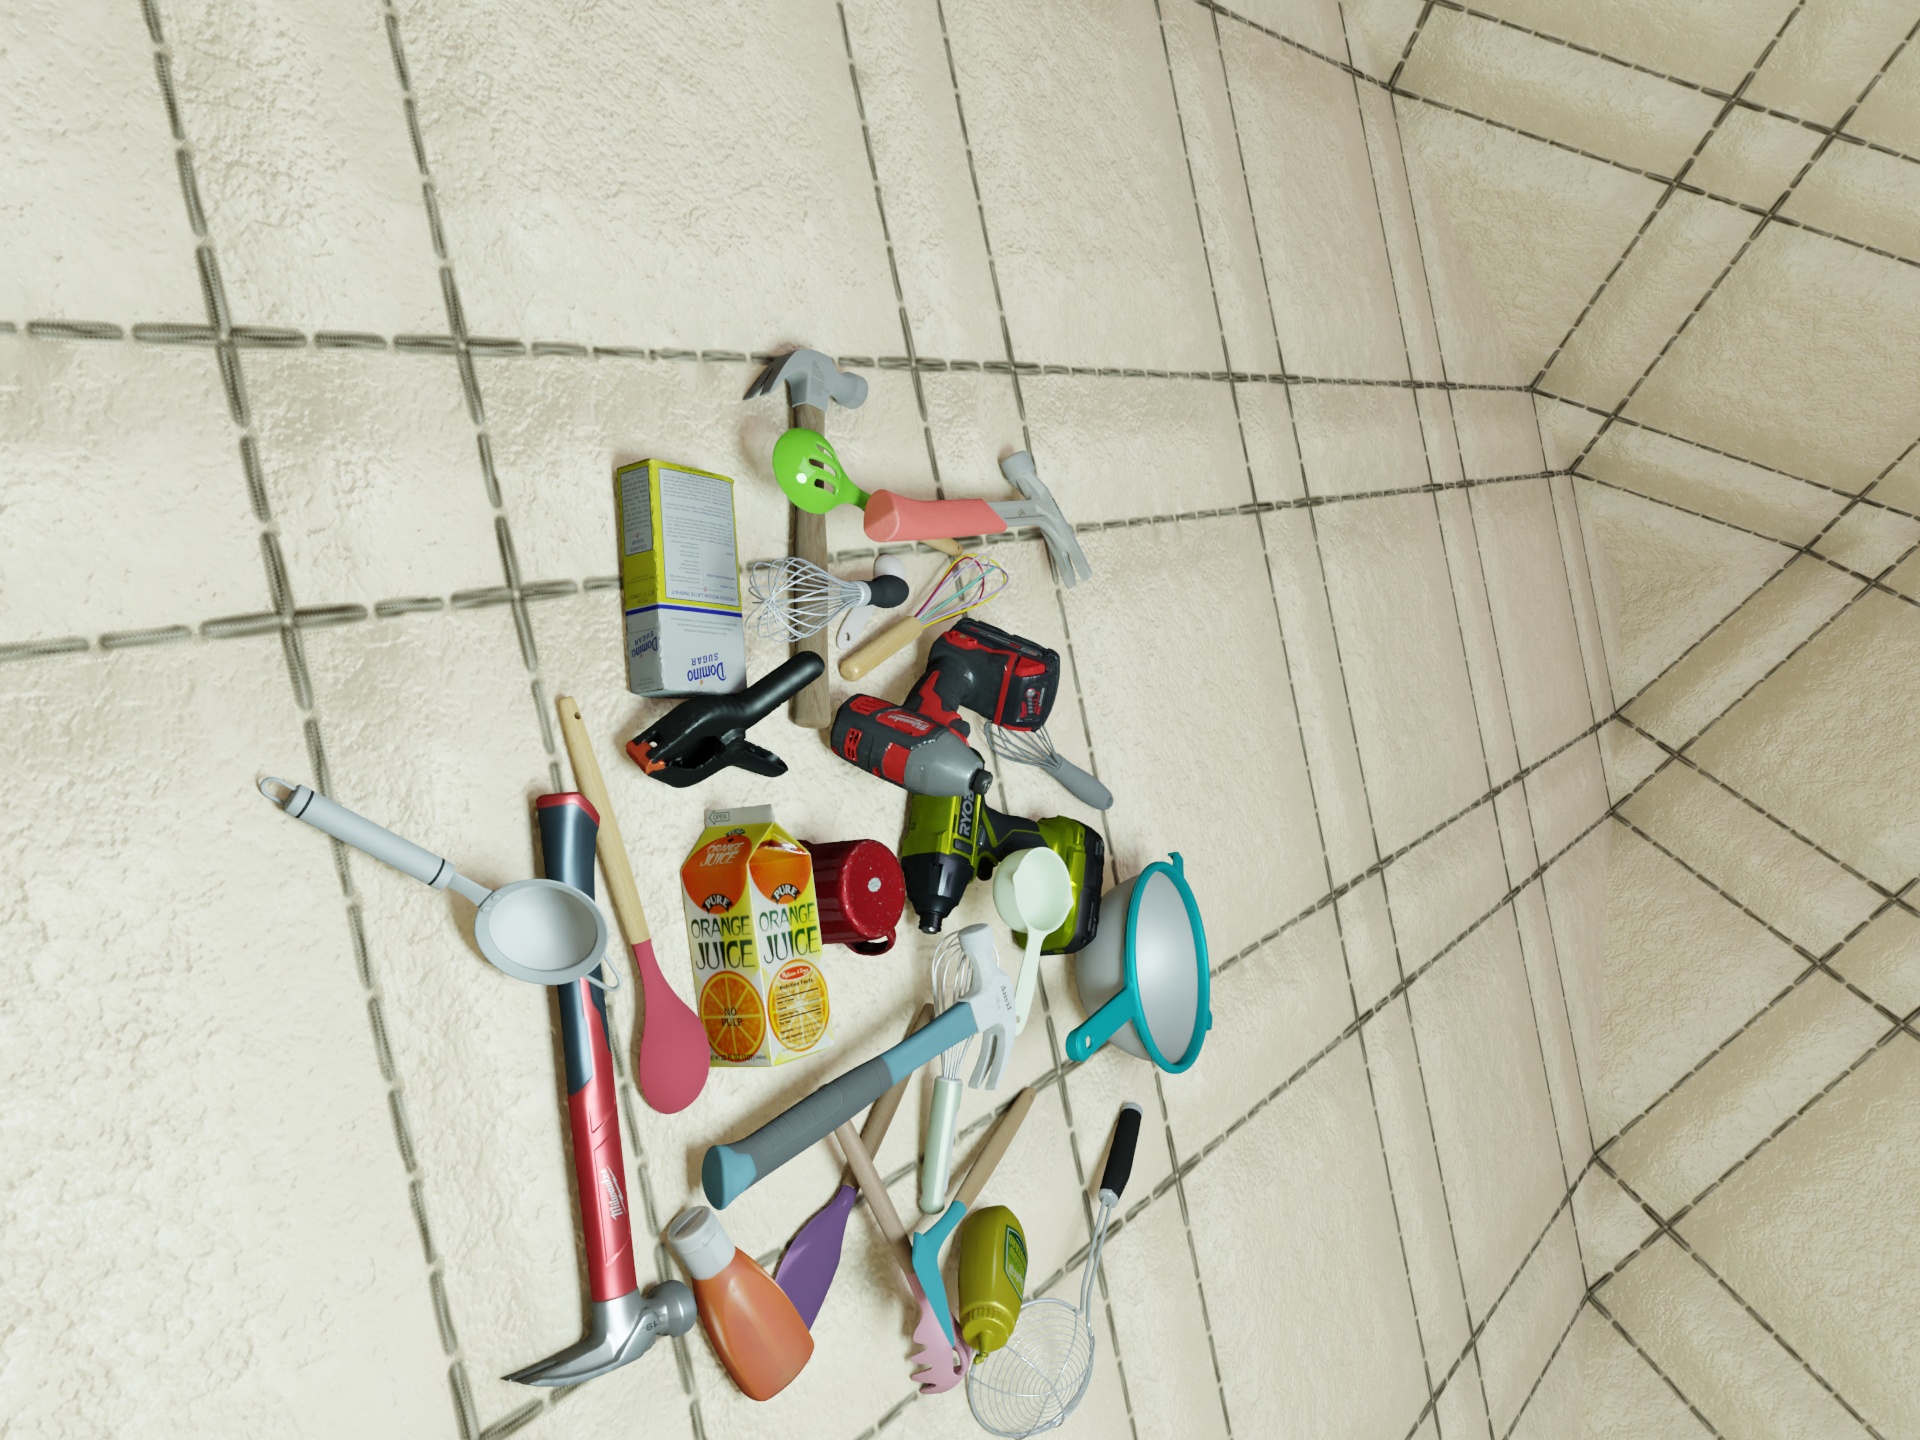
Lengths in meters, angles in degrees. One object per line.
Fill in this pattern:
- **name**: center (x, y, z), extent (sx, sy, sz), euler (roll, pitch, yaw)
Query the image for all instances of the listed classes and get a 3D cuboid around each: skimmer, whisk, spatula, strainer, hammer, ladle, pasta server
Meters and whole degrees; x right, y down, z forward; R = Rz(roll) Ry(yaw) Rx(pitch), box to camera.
- **skimmer**: center (0.102, 0.506, 1.516), extent (0.127, 0.090, 0.363), euler (59, 31, -21)
- **whisk**: center (-0.008, 0.304, 1.379), extent (0.058, 0.059, 0.246), euler (115, -17, -85)
- **whisk**: center (-0.034, -0.098, 1.467), extent (0.245, 0.051, 0.047), euler (-39, 105, -45)
- **spatula**: center (0.018, 0.406, 1.375), extent (0.082, 0.044, 0.317), euler (66, 28, -11)
- **spatula**: center (-0.083, 0.362, 1.308), extent (0.059, 0.018, 0.316), euler (55, 44, -30)
- **strainer**: center (-0.321, 0.099, 1.006), extent (0.258, 0.087, 0.050), euler (35, 23, -28)
- **hammer**: center (0.016, -0.181, 1.482), extent (0.149, 0.036, 0.359), euler (63, 27, 4)
- **whisk**: center (0.095, 0.041, 1.603), extent (0.238, 0.055, 0.055), euler (37, 54, -49)
- **ladle**: center (-0.238, 0.134, 1.148), extent (0.069, 0.031, 0.315), euler (-23, 99, -54)
- **strainer**: center (0.145, 0.263, 1.554), extent (0.340, 0.095, 0.211), euler (-21, 102, -61)
- **pasta server**: center (-0.056, 0.428, 1.304), extent (0.060, 0.040, 0.316), euler (-44, 118, -48)
- **hammer**: center (-0.263, 0.242, 1.077), extent (0.143, 0.038, 0.386), euler (-3, 85, -52)
- **whisk**: center (-0.097, -0.103, 1.300), extent (0.284, 0.070, 0.070), euler (-19, 98, -70)
- **hammer**: center (-0.129, -0.158, 1.356), extent (0.130, 0.031, 0.331), euler (13, 72, -52)
- **hammer**: center (-0.071, 0.282, 1.253), extent (0.331, 0.033, 0.128), euler (-25, 102, -43)

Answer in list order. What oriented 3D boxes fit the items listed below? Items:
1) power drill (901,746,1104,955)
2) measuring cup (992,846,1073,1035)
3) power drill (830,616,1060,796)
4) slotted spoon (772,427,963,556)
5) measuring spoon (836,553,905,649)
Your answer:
- **power drill**: center (0.035, 0.136, 1.476), extent (0.223, 0.080, 0.171), euler (29, 60, -43)
- **measuring cup**: center (0.053, 0.194, 1.405), extent (0.083, 0.038, 0.168), euler (27, 67, -40)
- **power drill**: center (-0.002, -0.004, 1.394), extent (0.220, 0.143, 0.078), euler (-40, 148, -53)
- **slotted spoon**: center (-0.069, -0.188, 1.405), extent (0.313, 0.031, 0.070), euler (18, 70, -63)
- **measuring spoon**: center (-0.078, -0.106, 1.424), extent (0.034, 0.018, 0.124), euler (56, 43, -29)
